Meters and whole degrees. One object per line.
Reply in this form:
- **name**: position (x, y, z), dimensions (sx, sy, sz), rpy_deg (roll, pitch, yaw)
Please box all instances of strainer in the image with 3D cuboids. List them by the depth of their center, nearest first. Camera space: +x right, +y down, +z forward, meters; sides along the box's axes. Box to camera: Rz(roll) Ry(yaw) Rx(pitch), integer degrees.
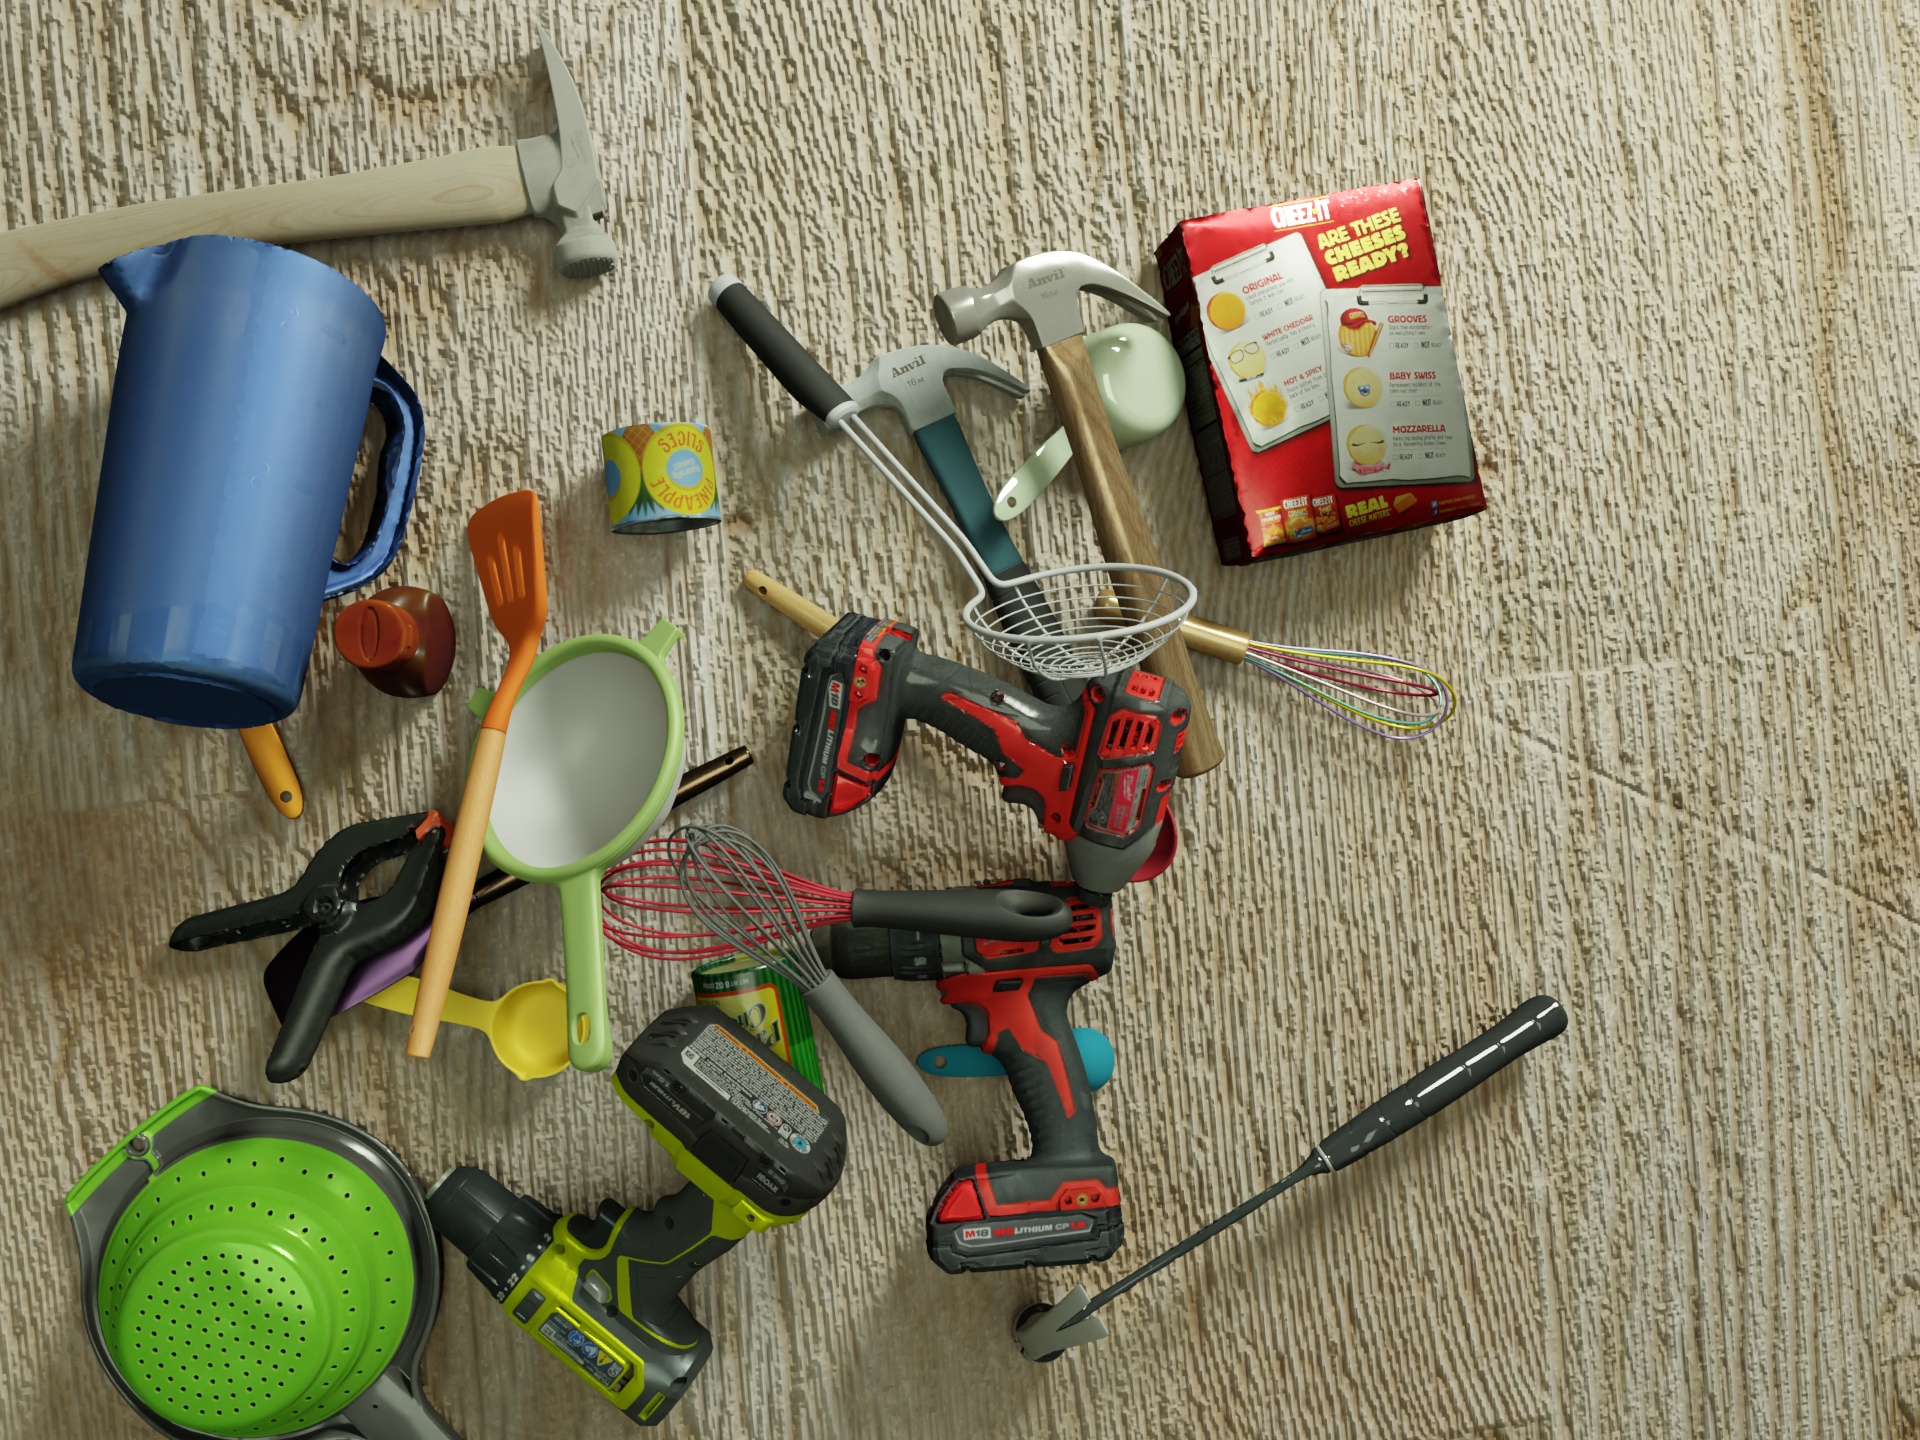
- **strainer**: position (-0.202, 0.077, 0.909), dimensions (0.151, 0.069, 0.257), rpy_deg (-19, 64, 19)

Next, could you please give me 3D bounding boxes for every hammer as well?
- **hammer**: position (-0.419, -0.302, 0.929), dimensions (0.410, 0.038, 0.146), rpy_deg (-13, 91, -8)
- **hammer**: position (0.098, -0.121, 0.965), dimensions (0.130, 0.031, 0.331), rpy_deg (-24, 105, -13)
- **hammer**: position (0.215, 0.281, 0.995), dimensions (0.409, 0.149, 0.036), rpy_deg (-27, 72, -15)
- **hammer**: position (0.032, -0.082, 1.002), dimensions (0.128, 0.033, 0.331), rpy_deg (-27, 94, -7)

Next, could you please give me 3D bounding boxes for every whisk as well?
- **whisk**: position (-0.083, 0.151, 0.897), dimensions (0.055, 0.055, 0.239), rpy_deg (-38, 101, -7)
- **whisk**: position (-0.082, 0.111, 0.942), dimensions (0.296, 0.073, 0.073), rpy_deg (2, 90, 6)
- **whisk**: position (0.204, -0.043, 1.024), dimensions (0.245, 0.047, 0.051), rpy_deg (17, 73, -5)

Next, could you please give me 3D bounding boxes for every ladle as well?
- **ladle**: position (-0.002, -0.003, 0.982), dimensions (0.315, 0.031, 0.069), rpy_deg (33, 110, 2)

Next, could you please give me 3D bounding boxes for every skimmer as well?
- **skimmer**: position (-0.020, -0.156, 0.908), dimensions (0.127, 0.090, 0.363), rpy_deg (-28, 69, -40)

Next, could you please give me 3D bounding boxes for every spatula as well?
- **spatula**: position (-0.279, 0.027, 0.902), dimensions (0.041, 0.081, 0.323), rpy_deg (23, 67, -41)
- **spatula**: position (-0.269, 0.091, 0.961), dimensions (0.316, 0.018, 0.060), rpy_deg (-27, 74, -9)

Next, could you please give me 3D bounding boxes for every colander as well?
- **colander**: position (-0.353, 0.392, 0.911), dimensions (0.204, 0.094, 0.397), rpy_deg (-41, 96, -7)

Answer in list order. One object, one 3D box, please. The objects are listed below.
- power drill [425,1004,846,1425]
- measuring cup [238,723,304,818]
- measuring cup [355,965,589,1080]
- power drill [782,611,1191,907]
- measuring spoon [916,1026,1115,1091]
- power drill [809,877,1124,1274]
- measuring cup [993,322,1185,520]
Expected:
- **power drill**: position (-0.190, 0.275, 0.913), dimensions (0.190, 0.080, 0.228), rpy_deg (39, 111, 2)
- **measuring cup**: position (-0.426, -0.022, 0.919), dimensions (0.095, 0.052, 0.173), rpy_deg (-25, 92, -8)
- **measuring cup**: position (-0.299, 0.172, 0.959), dimensions (0.156, 0.029, 0.062), rpy_deg (14, 85, 3)
- **power drill**: position (0.015, 0.024, 0.934), dimensions (0.219, 0.078, 0.143), rpy_deg (14, 112, 8)
- **measuring spoon**: position (0.037, 0.218, 1.008), dimensions (0.128, 0.021, 0.042), rpy_deg (1, 90, -8)
- **power drill**: position (0.008, 0.211, 0.968), dimensions (0.188, 0.080, 0.227), rpy_deg (-4, 81, 0)
- **measuring cup**: position (0.079, -0.181, 0.980), dimensions (0.083, 0.038, 0.167), rpy_deg (50, 65, -18)
